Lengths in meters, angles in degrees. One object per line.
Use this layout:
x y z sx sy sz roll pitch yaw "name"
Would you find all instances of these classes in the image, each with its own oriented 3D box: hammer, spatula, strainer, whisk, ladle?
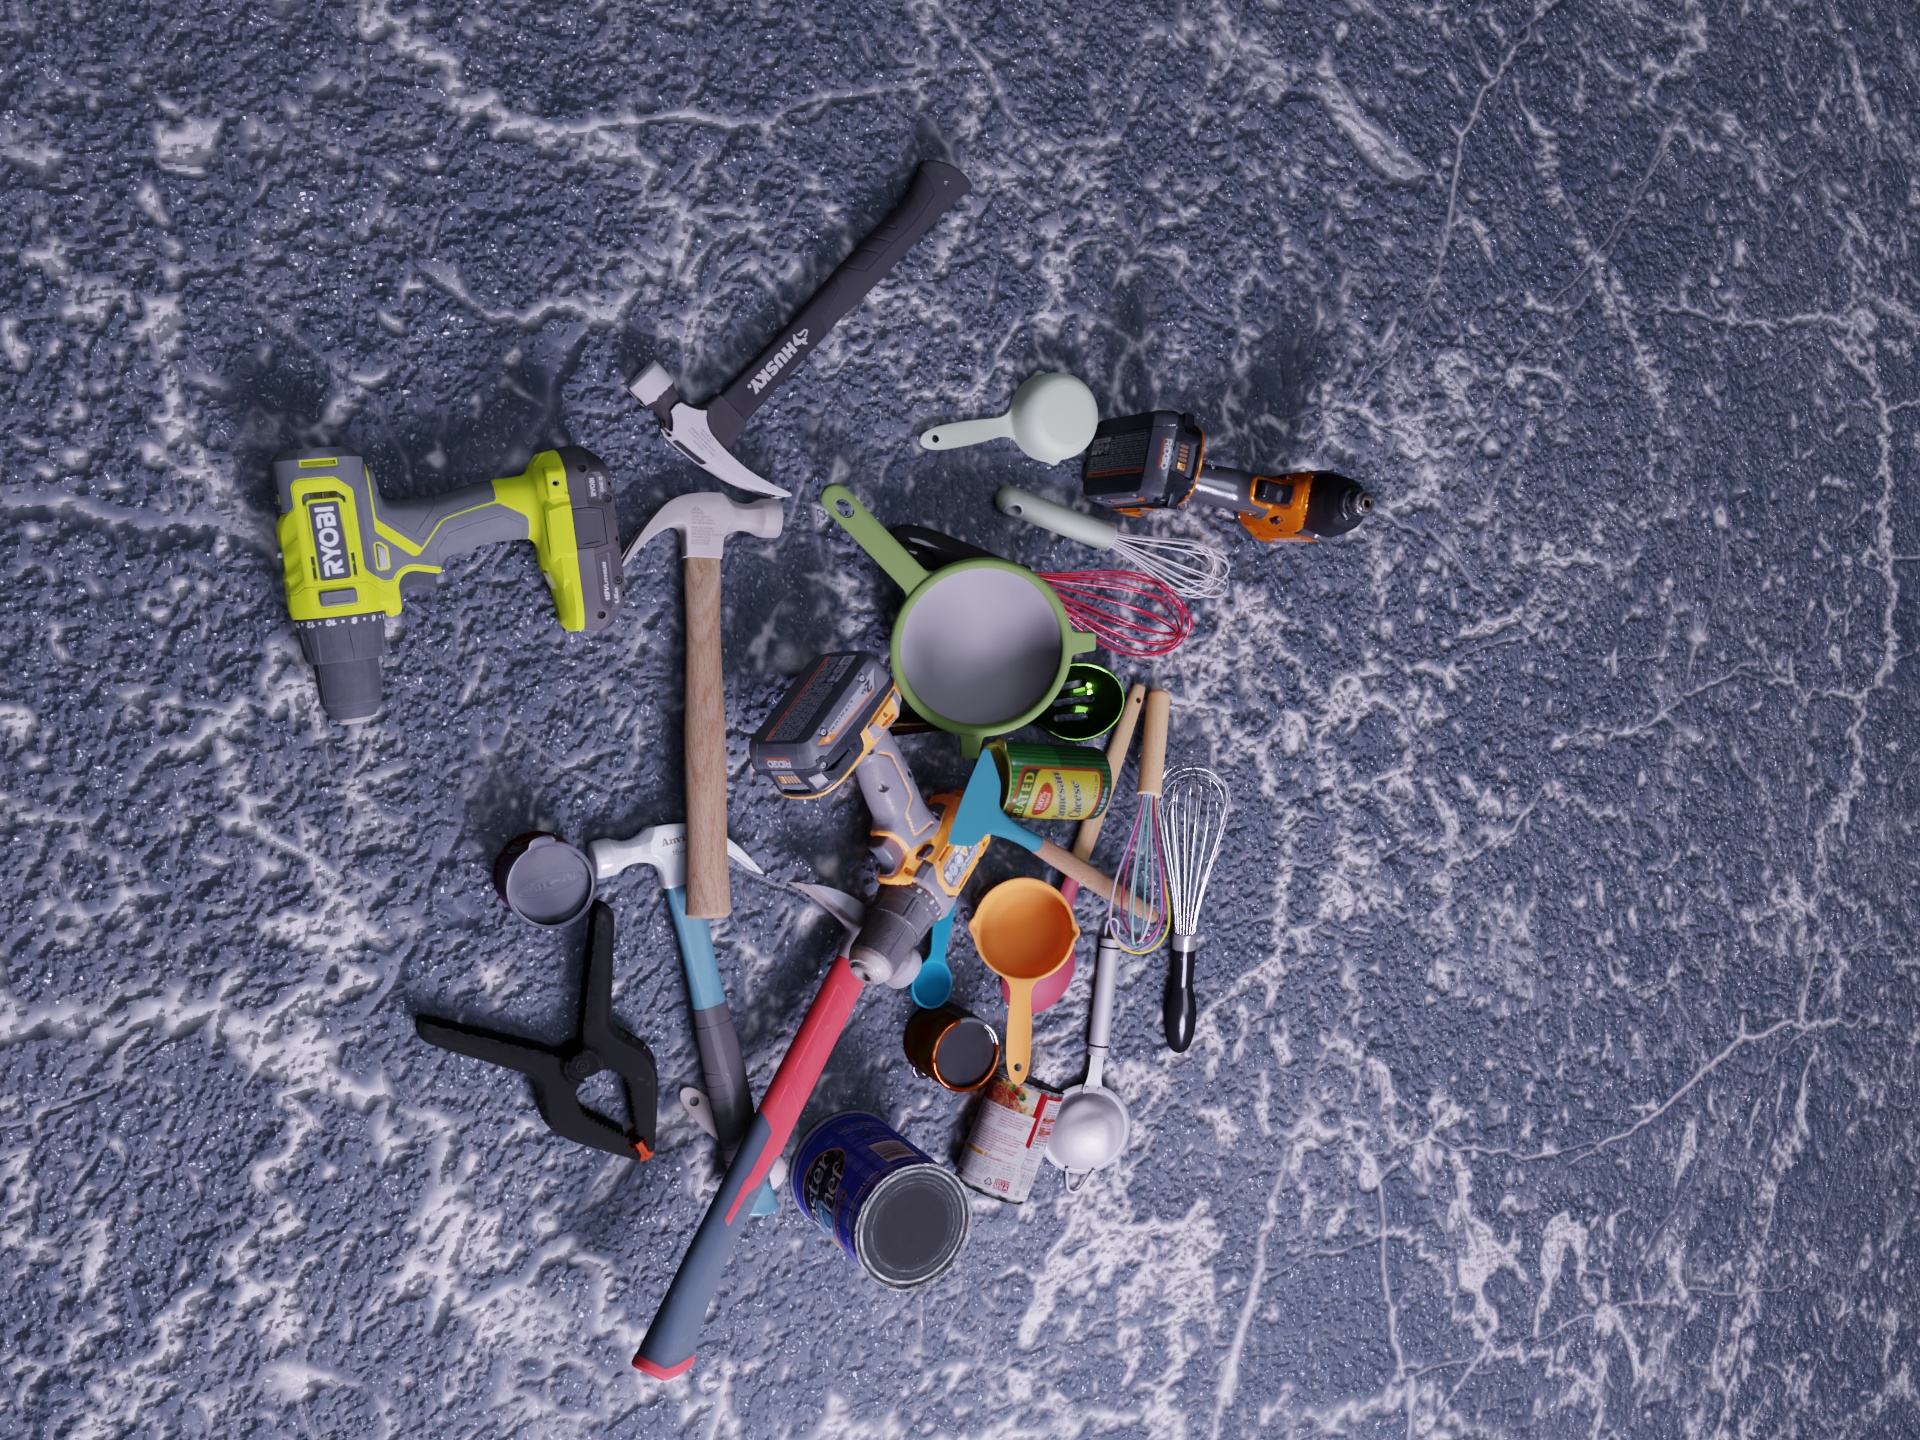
-0.202 -0.012 1.237 0.130 0.031 0.331 0 87 -25 "hammer"
0.087 0.118 1.361 0.317 0.044 0.082 33 73 -42 "spatula"
-0.022 -0.103 1.313 0.151 0.069 0.256 -43 104 7 "strainer"
-0.160 0.316 1.243 0.143 0.038 0.386 44 62 -35 "hammer"
-0.104 -0.326 1.276 0.146 0.035 0.335 46 74 -22 "hammer"
0.138 -0.161 1.412 0.246 0.057 0.059 17 52 -24 "whisk"
0.123 0.308 1.447 0.087 0.050 0.258 7 88 -13 "strainer"
0.169 0.088 1.418 0.051 0.047 0.245 36 57 -53 "whisk"
0.073 -0.117 1.373 0.295 0.073 0.073 16 87 -22 "whisk"
0.208 0.172 1.471 0.070 0.070 0.284 -3 101 -27 "whisk"
0.111 0.115 1.431 0.069 0.031 0.315 23 82 -26 "ladle"
-0.199 0.240 1.270 0.128 0.033 0.331 -15 97 -25 "hammer"

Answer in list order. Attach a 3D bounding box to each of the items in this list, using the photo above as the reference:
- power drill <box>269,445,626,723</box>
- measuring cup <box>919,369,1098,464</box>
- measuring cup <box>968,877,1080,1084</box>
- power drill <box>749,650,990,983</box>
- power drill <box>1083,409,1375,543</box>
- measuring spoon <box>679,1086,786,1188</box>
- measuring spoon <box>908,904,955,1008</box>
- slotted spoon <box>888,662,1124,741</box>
-0.364 -0.105 1.141 0.228 0.080 0.190 -10 99 -23 "power drill"
0.045 -0.252 1.355 0.167 0.038 0.083 -16 102 -27 "measuring cup"
0.055 0.224 1.371 0.095 0.052 0.174 2 81 7 "measuring cup"
-0.073 0.081 1.265 0.226 0.084 0.185 56 50 -31 "power drill"
0.241 -0.206 1.391 0.226 0.164 0.084 11 90 -25 "power drill"
-0.186 0.343 1.303 0.034 0.018 0.124 -46 112 -16 "measuring spoon"
-0.022 0.184 1.377 0.042 0.021 0.129 16 78 -34 "measuring spoon"
-0.002 -0.004 1.362 0.313 0.031 0.070 -7 96 -24 "slotted spoon"
